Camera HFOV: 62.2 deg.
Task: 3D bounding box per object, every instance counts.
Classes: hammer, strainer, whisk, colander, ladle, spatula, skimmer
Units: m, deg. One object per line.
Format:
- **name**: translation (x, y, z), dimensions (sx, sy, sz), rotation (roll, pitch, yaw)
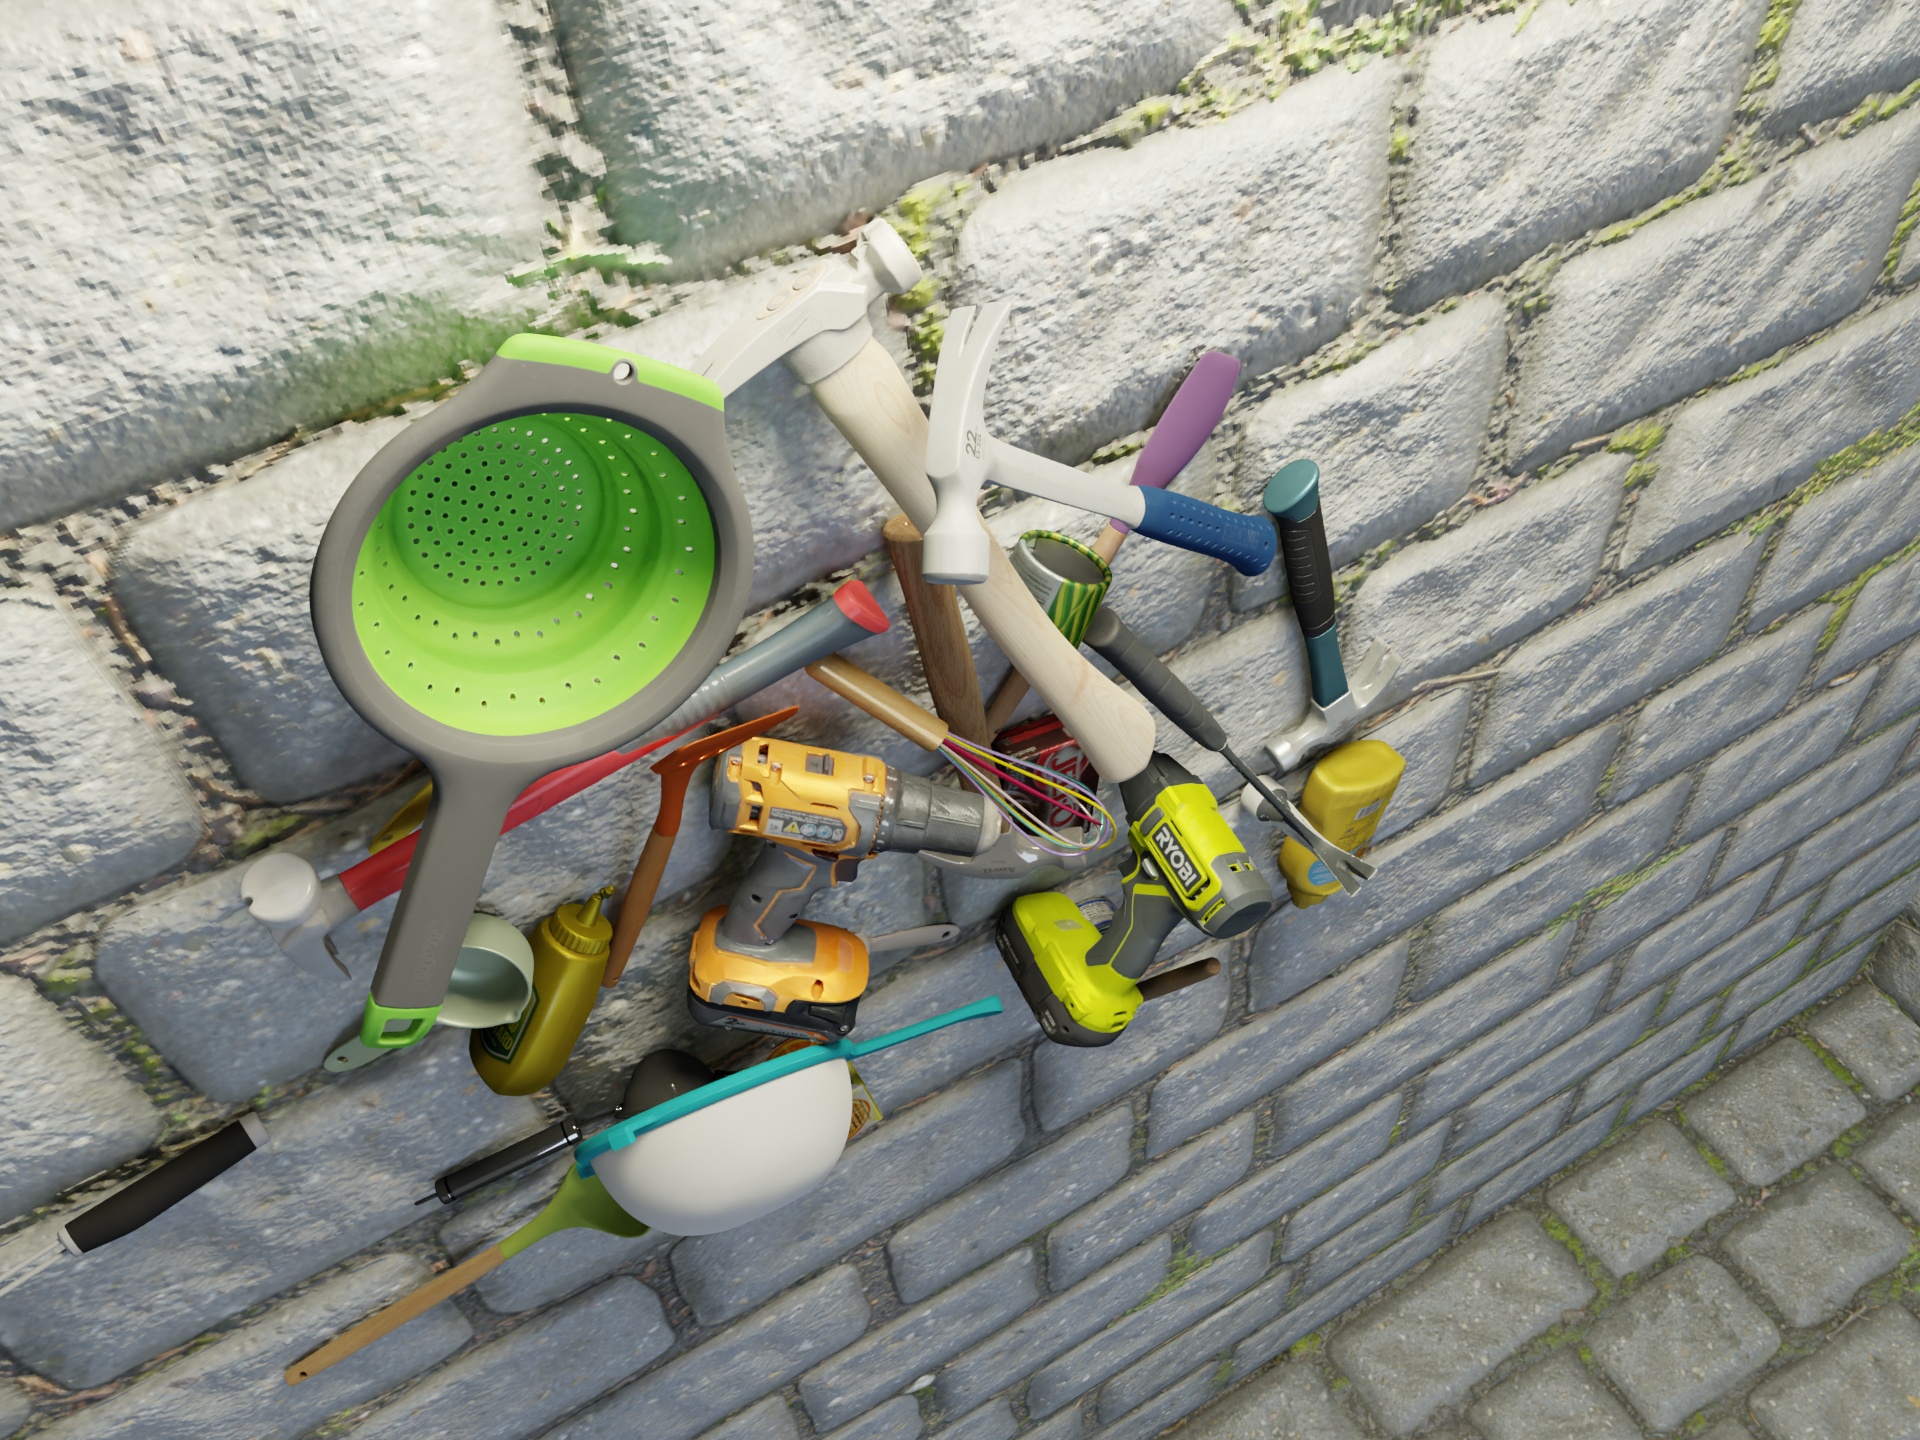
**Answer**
- **hammer**: translation (0.199, 0.023, 1.209), dimensions (0.036, 0.149, 0.408), rotation (-48, 138, 3)
- **strainer**: translation (-0.280, 0.297, 1.172), dimensions (0.258, 0.050, 0.087), rotation (-24, -178, -9)
- **whisk**: translation (0.005, 0.020, 1.029), dimensions (0.244, 0.047, 0.051), rotation (33, 75, -21)
- **colander**: translation (-0.242, -0.014, 0.792), dimensions (0.204, 0.095, 0.397), rotation (7, 117, -37)
- **strainer**: translation (-0.105, 0.295, 1.166), dimensions (0.340, 0.095, 0.211), rotation (-15, 165, -25)
- **hammer**: translation (0.003, -0.085, 0.924), dimensions (0.146, 0.038, 0.410), rotation (-37, 130, 2)
- **hammer**: translation (0.099, -0.135, 0.951), dimensions (0.405, 0.035, 0.144), rotation (3, 89, -58)
- **hammer**: translation (-0.002, -0.003, 1.057), dimensions (0.130, 0.031, 0.331), rotation (-7, 135, 9)
- **ladle**: translation (-0.376, 0.428, 1.222), dimensions (0.320, 0.062, 0.078), rotation (-30, 106, -5)
- **spatula**: translation (0.094, -0.108, 1.066), dimensions (0.059, 0.018, 0.315), rotation (2, 128, -49)
- **skimmer**: translation (-0.600, 0.326, 0.945), dimensions (0.363, 0.090, 0.127), rotation (-32, 141, -25)
- **spatula**: translation (-0.183, 0.087, 0.981), dimensions (0.081, 0.041, 0.322), rotation (-21, 153, -38)
- **hammer**: translation (0.276, -0.081, 1.235), dimensions (0.128, 0.033, 0.330), rotation (-34, 144, -4)
- **hammer**: translation (-0.212, 0.028, 0.926), dimensions (0.386, 0.038, 0.143), rotation (-30, 164, -18)

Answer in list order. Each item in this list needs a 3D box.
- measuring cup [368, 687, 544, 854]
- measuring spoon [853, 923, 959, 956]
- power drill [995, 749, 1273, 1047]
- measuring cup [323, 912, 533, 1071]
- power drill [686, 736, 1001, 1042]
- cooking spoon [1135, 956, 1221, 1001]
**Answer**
- **measuring cup**: translation (-0.290, 0.021, 0.883), dimensions (0.156, 0.029, 0.062), rotation (-41, 160, 26)
- **measuring spoon**: translation (-0.047, 0.179, 1.257), dimensions (0.124, 0.018, 0.034), rotation (-5, 133, -38)
- **power drill**: translation (0.128, 0.138, 1.249), dimensions (0.080, 0.171, 0.223), rotation (0, 138, -42)
- **measuring cup**: translation (-0.338, 0.173, 0.997), dimensions (0.167, 0.038, 0.083), rotation (-31, 126, 21)
- **power drill**: translation (-0.084, 0.114, 1.056), dimensions (0.185, 0.084, 0.226), rotation (10, 128, -10)
- **cooking spoon**: translation (0.151, 0.235, 1.370), dimensions (0.069, 0.017, 0.319), rotation (-23, 171, -22)
